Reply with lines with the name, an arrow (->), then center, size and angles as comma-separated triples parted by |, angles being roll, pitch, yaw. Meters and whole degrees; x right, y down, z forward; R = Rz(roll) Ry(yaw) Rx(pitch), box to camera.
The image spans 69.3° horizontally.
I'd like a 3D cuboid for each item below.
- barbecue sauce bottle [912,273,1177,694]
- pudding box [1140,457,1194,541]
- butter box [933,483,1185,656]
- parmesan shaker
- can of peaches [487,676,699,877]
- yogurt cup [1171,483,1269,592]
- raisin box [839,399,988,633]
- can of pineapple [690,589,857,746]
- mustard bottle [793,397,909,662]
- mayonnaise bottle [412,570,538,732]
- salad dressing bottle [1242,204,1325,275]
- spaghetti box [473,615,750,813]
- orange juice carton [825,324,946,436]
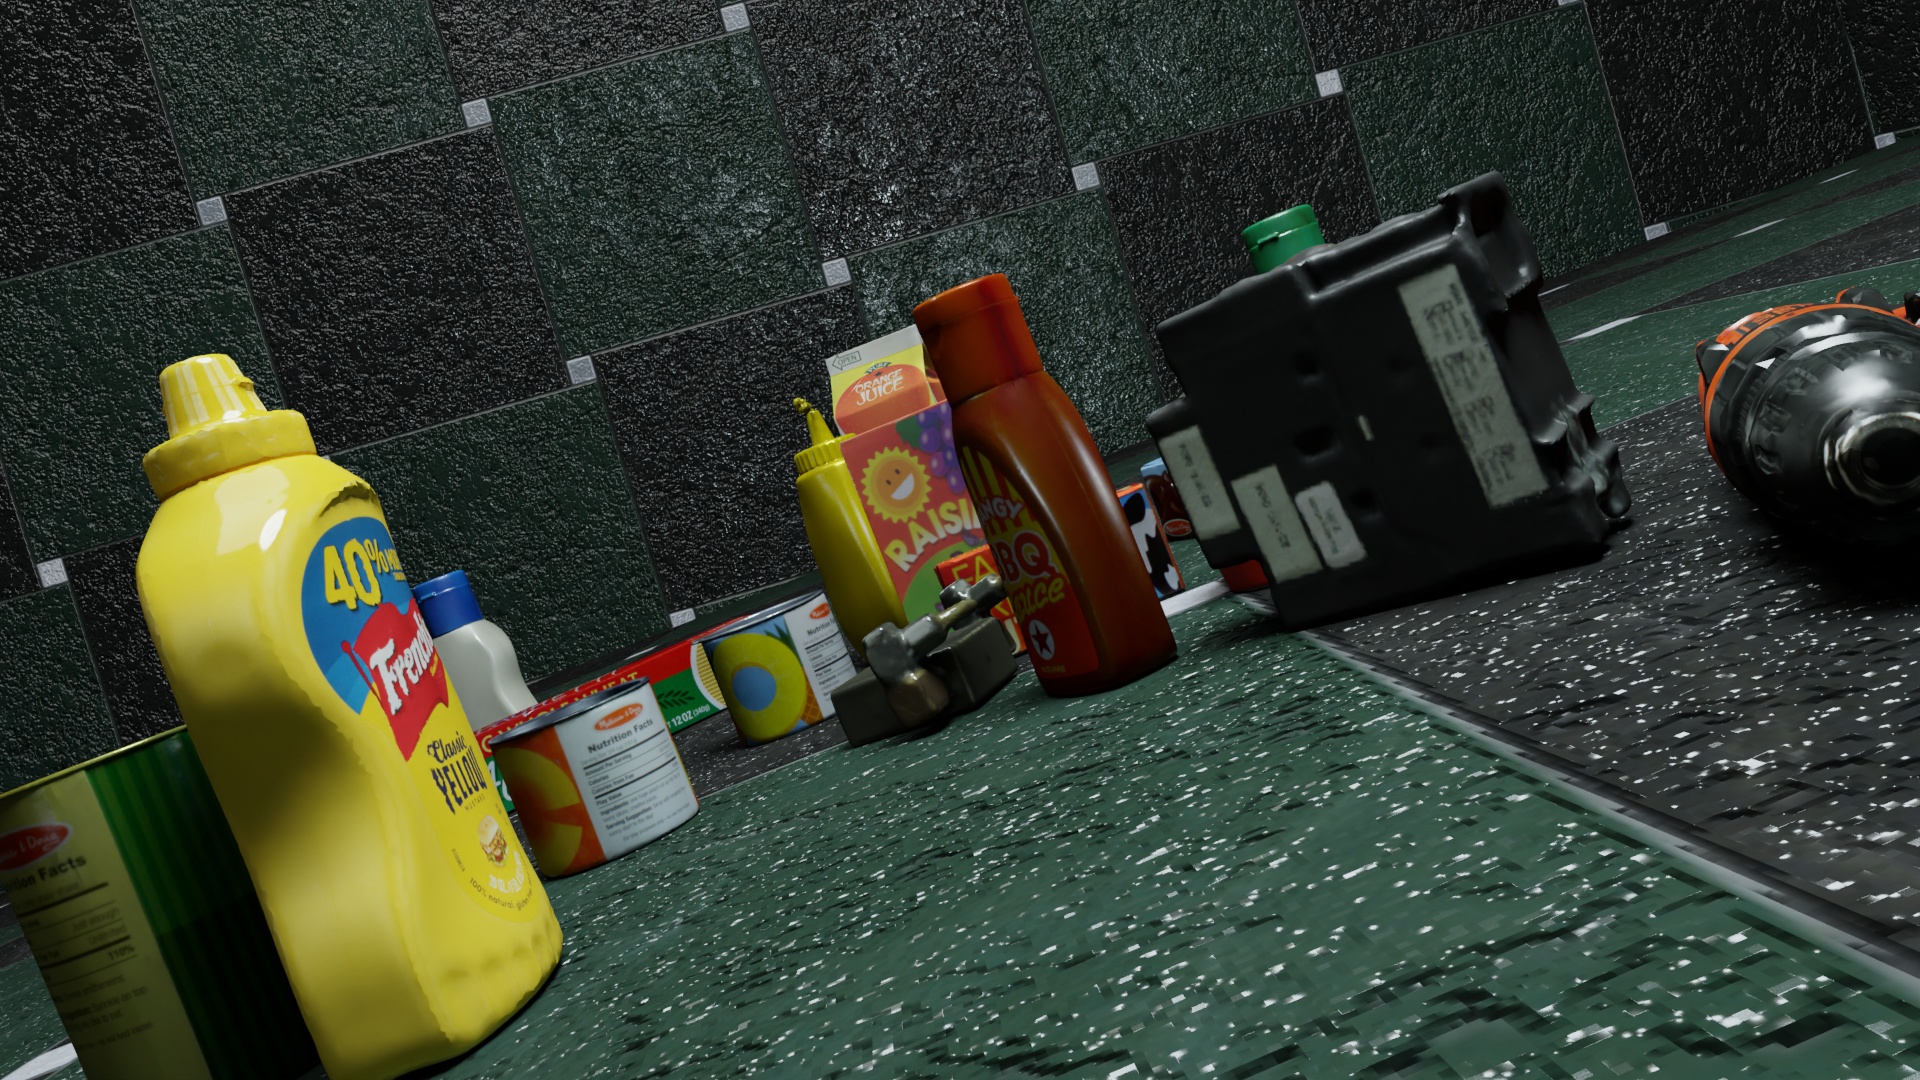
barbecue sauce bottle -> 0.027, -0.020, 0.498 | 0.044, 0.148, 0.064 | -23, 3, -25
pudding box -> 0.141, -0.030, 0.801 | 0.030, 0.049, 0.083 | -23, 3, -19
butter box -> 0.045, 0.016, 0.633 | 0.103, 0.053, 0.024 | -21, 3, 1
parmesan shaker -> -0.230, 0.111, 0.402 | 0.071, 0.103, 0.071 | -22, 3, 1
can of peaches -> -0.145, 0.093, 0.551 | 0.071, 0.058, 0.071 | -22, 3, 1
yogurt cup -> 0.127, -0.013, 0.570 | 0.072, 0.054, 0.072 | -22, 3, 1
raisin box -> 0.002, -0.009, 0.699 | 0.086, 0.123, 0.040 | -20, 3, 28
can of pineapple -> -0.090, 0.063, 0.689 | 0.071, 0.058, 0.071 | -22, 3, 1
mustard bottle -> -0.059, -0.010, 0.805 | 0.049, 0.160, 0.065 | -24, 3, -42
mayonnaise bottle -> -0.330, 0.094, 0.954 | 0.064, 0.148, 0.041 | -21, 3, 14
salad dressing bottle -> 0.185, -0.094, 0.700 | 0.064, 0.147, 0.044 | -20, 3, 39
spaghetti box -> -0.221, 0.112, 0.830 | 0.251, 0.050, 0.028 | -24, 4, -39
orange juice carton -> -0.028, -0.050, 0.973 | 0.072, 0.192, 0.073 | -21, 3, 12
